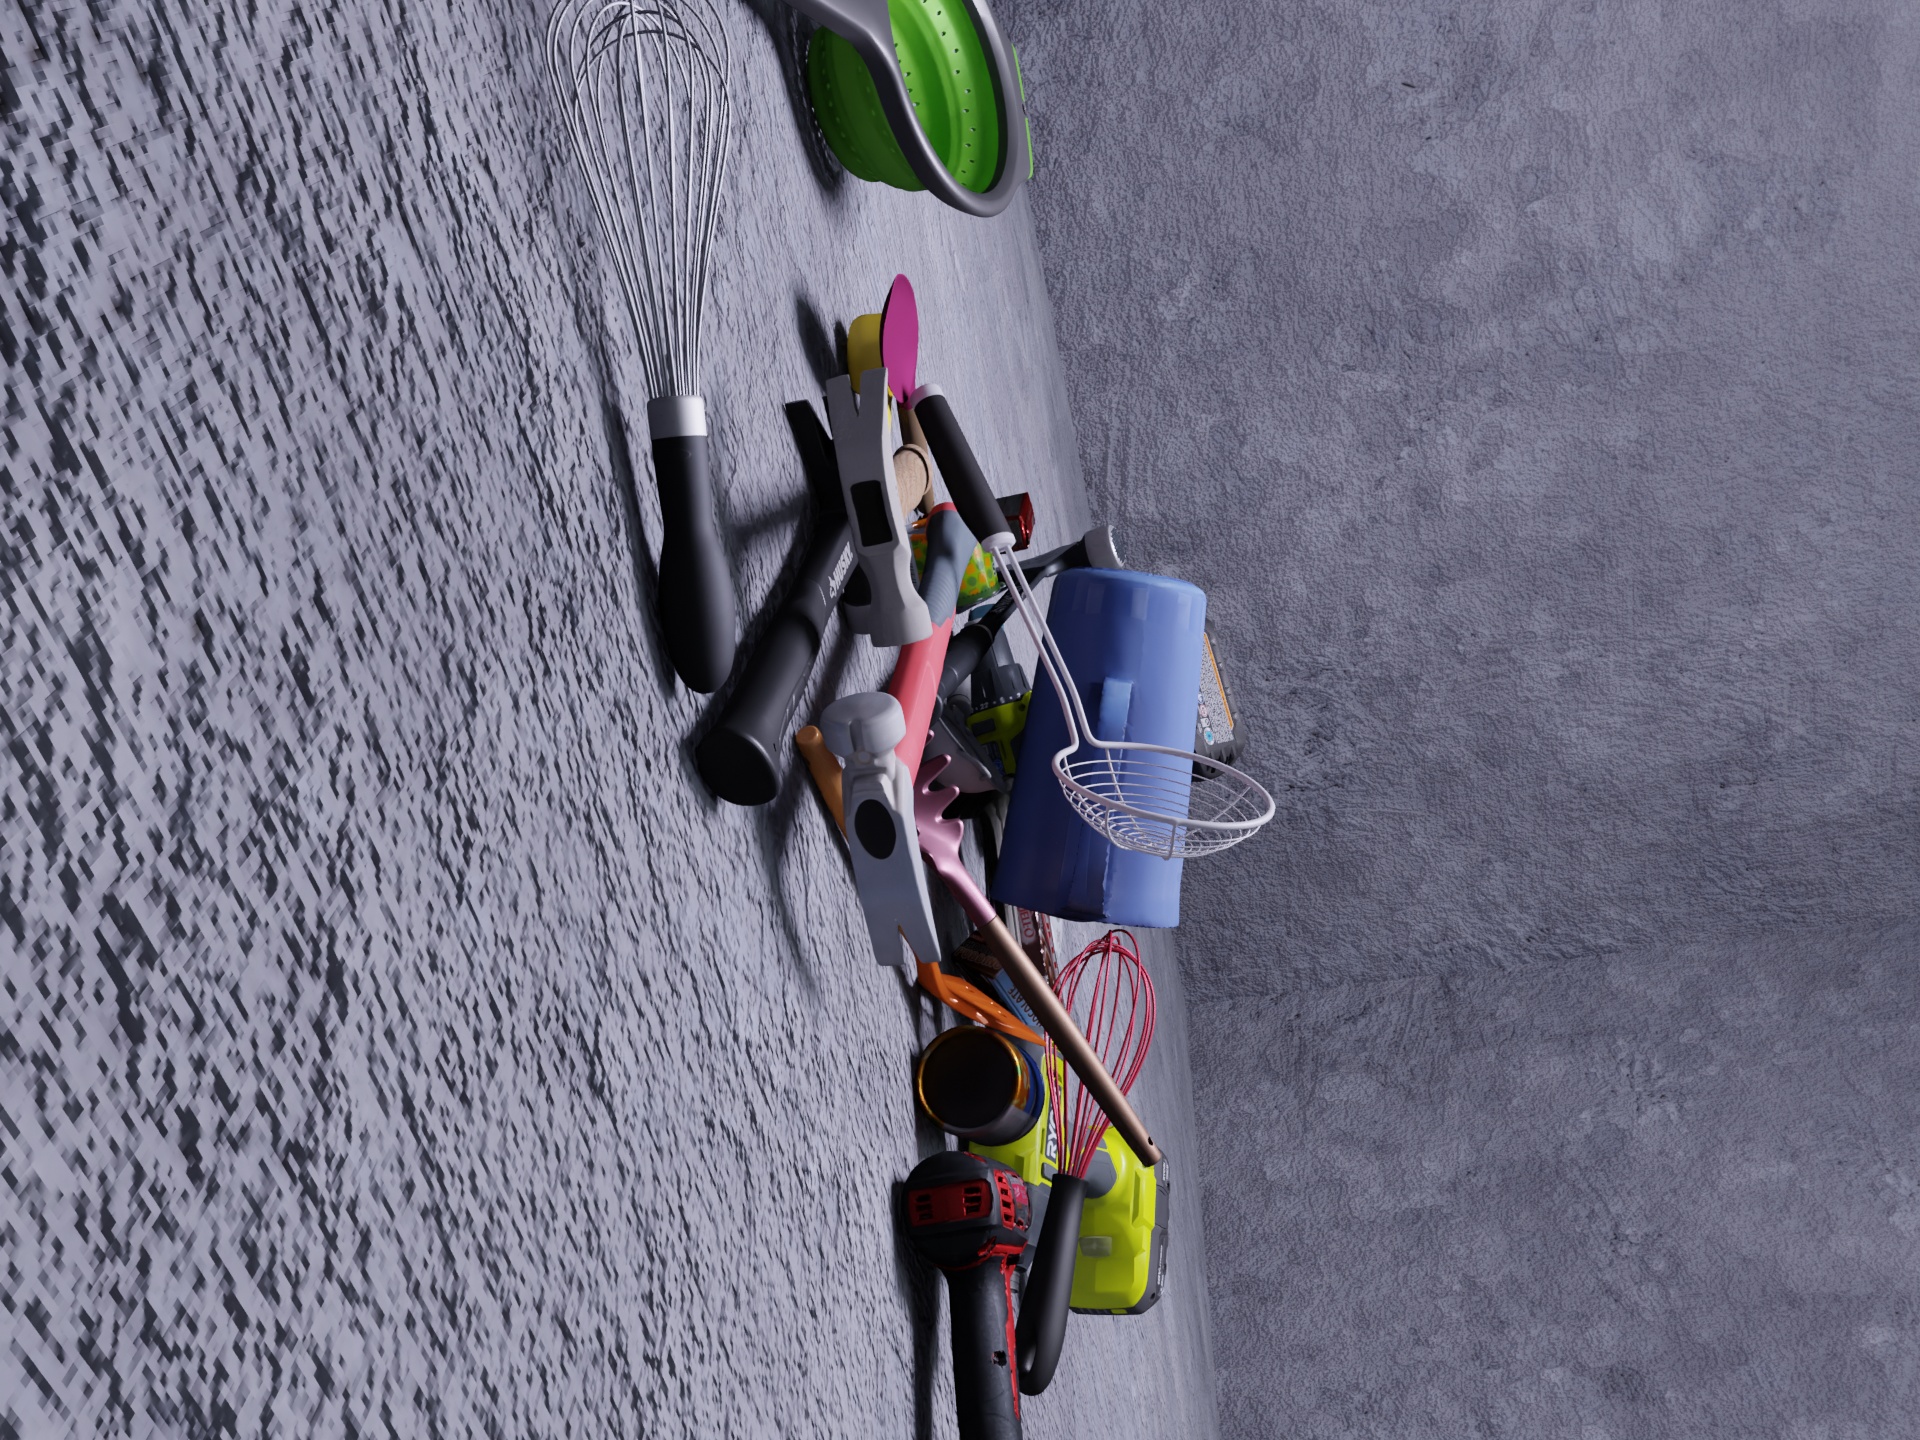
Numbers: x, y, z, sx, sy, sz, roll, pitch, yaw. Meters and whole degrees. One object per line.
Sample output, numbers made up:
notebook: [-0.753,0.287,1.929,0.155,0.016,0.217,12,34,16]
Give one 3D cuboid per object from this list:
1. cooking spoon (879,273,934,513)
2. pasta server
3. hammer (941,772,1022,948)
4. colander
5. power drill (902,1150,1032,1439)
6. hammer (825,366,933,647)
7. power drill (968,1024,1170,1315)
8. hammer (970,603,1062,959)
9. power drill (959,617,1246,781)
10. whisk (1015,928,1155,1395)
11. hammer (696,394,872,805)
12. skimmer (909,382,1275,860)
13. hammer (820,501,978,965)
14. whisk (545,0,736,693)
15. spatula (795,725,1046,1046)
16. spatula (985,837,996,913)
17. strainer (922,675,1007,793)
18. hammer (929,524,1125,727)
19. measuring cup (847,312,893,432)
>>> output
cooking spoon: [-0.035,-0.210,1.102,0.318,0.017,0.069,78,23,-74]
pasta server: [0.037,0.141,0.967,0.316,0.040,0.060,56,34,-6]
hammer: [0.042,0.224,1.204,0.149,0.037,0.359,-21,105,-68]
colander: [-0.080,-0.438,1.040,0.397,0.094,0.204,-7,89,-62]
power drill: [0.019,0.355,0.884,0.143,0.078,0.220,58,22,-67]
hammer: [-0.037,-0.134,0.903,0.331,0.031,0.130,-84,163,-77]
power drill: [0.071,0.332,1.111,0.223,0.080,0.171,49,40,-48]
hammer: [0.052,0.058,1.452,0.128,0.033,0.331,-44,125,-77]
power drill: [0.096,-0.011,1.258,0.080,0.228,0.190,-10,83,-49]
whisk: [0.073,0.271,1.007,0.073,0.073,0.296,65,35,-59]
hammer: [-0.079,-0.057,0.796,0.335,0.035,0.146,-78,158,-64]
skimmer: [0.063,-0.074,0.953,0.127,0.090,0.364,-6,63,-41]
hammer: [-0.019,-0.024,0.911,0.387,0.038,0.143,-79,161,-62]
whisk: [-0.117,-0.151,0.627,0.070,0.070,0.284,-40,125,-79]
spatula: [-0.027,0.104,0.922,0.081,0.041,0.322,31,-24,39]
spatula: [0.029,0.114,1.316,0.059,0.018,0.316,62,22,-53]
strainer: [-0.002,-0.004,1.180,0.086,0.050,0.259,49,15,-18]
hammer: [0.012,-0.065,1.149,0.409,0.149,0.036,-50,122,-65]
measuring cup: [-0.063,-0.197,1.075,0.062,0.029,0.156,-4,97,-85]
